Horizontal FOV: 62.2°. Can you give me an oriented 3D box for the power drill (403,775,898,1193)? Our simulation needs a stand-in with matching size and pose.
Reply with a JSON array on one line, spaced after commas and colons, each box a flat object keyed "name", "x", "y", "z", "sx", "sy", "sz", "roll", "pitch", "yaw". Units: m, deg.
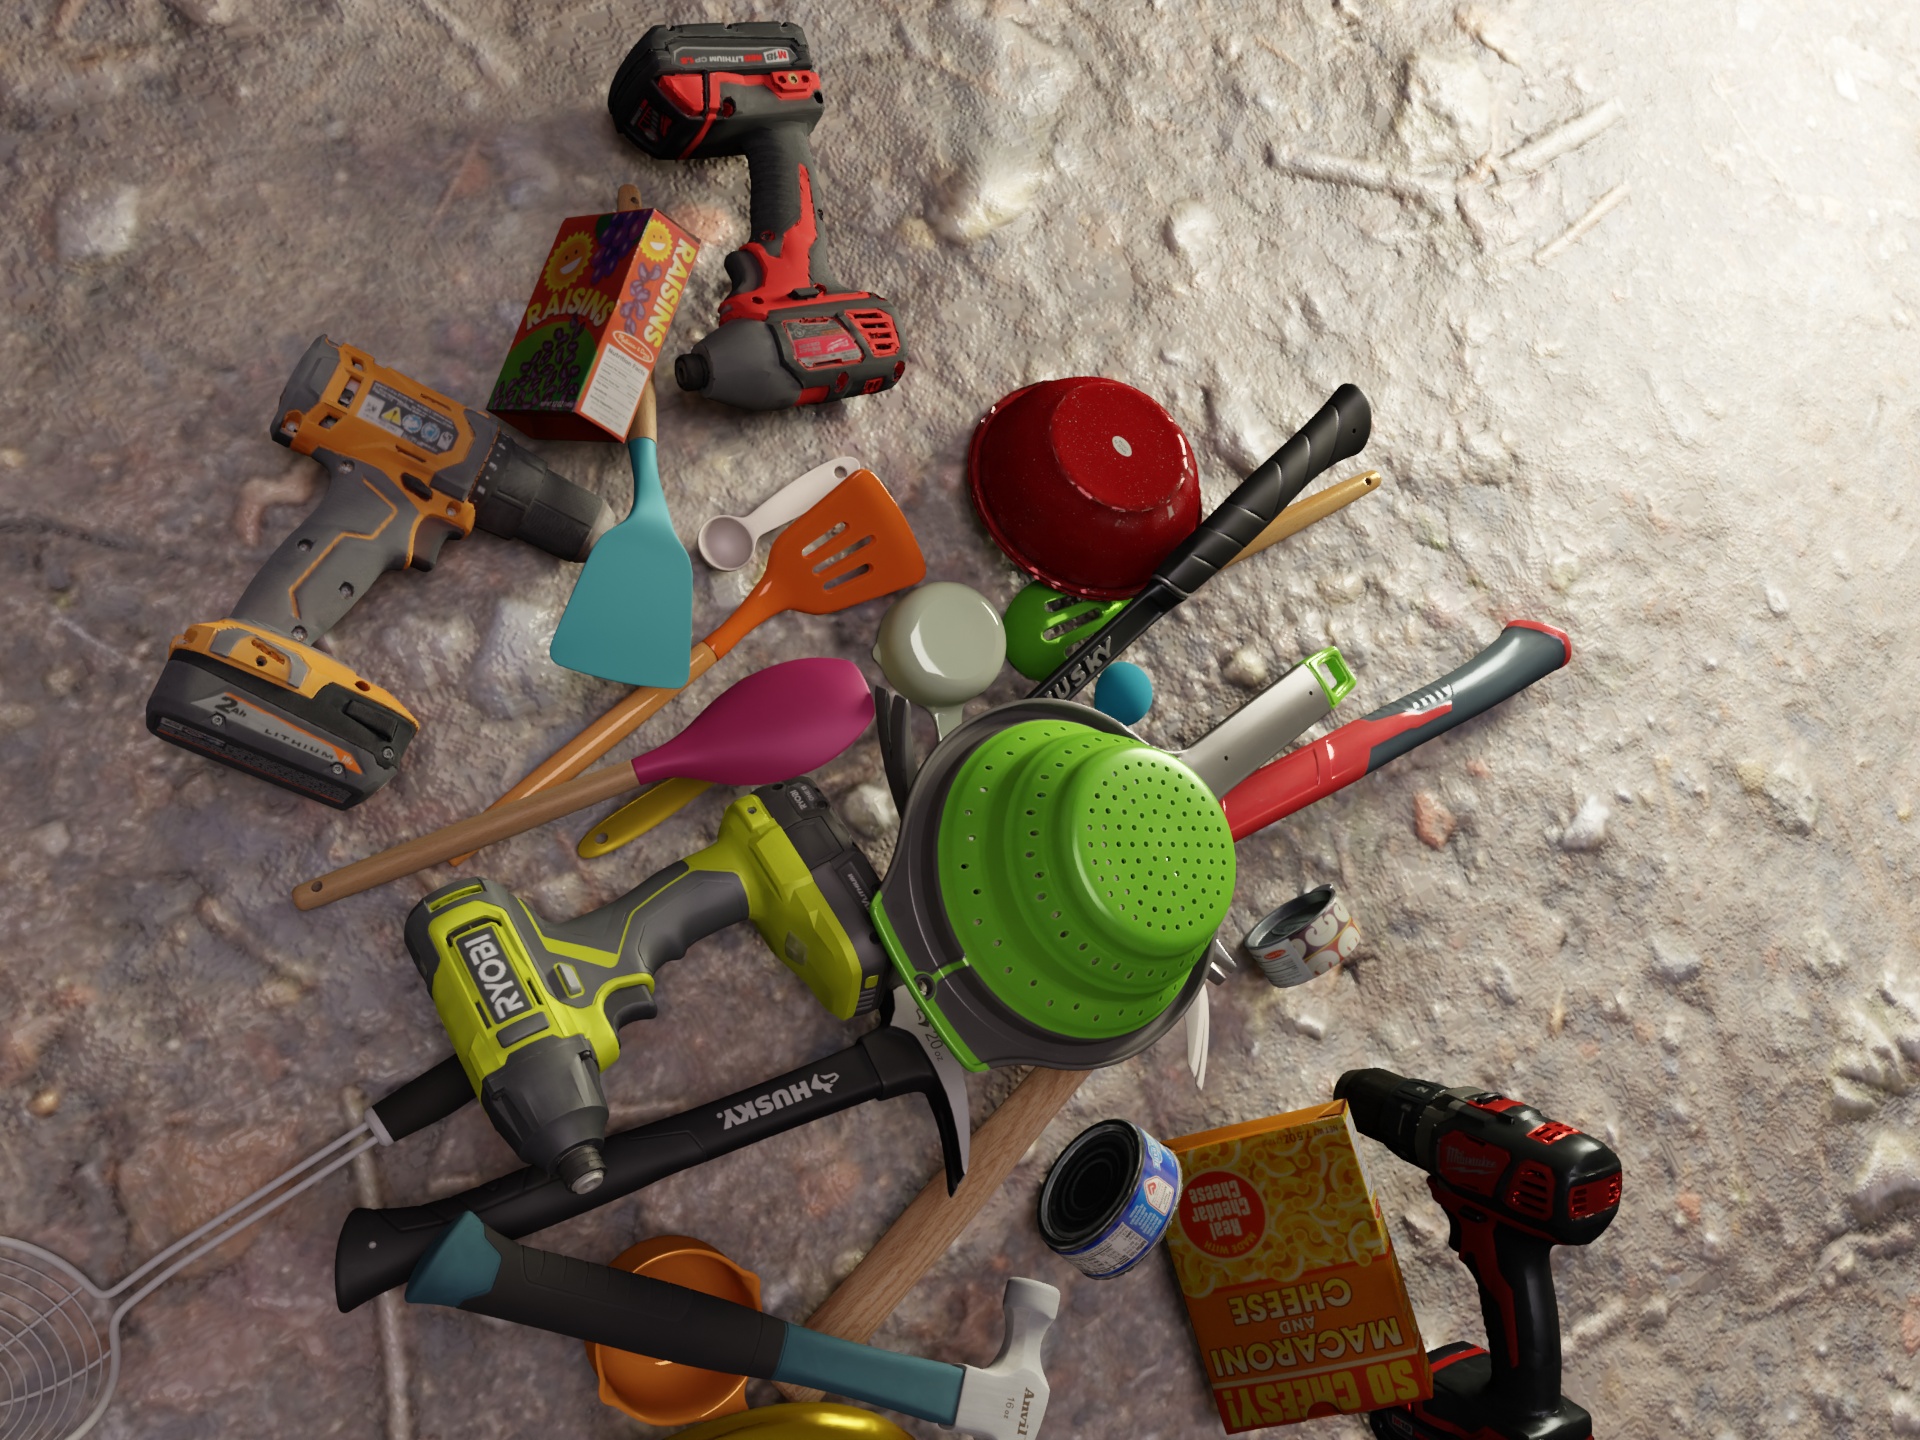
[{"name": "power drill", "x": -0.151, "y": 0.131, "z": 0.826, "sx": 0.223, "sy": 0.080, "sz": 0.171, "roll": -22, "pitch": 59, "yaw": -25}]

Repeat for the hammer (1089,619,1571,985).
[{"name": "hammer", "x": 0.268, "y": 0.031, "z": 1.034, "sx": 0.386, "sy": 0.038, "sz": 0.143, "roll": -24, "pitch": 68, "yaw": -25}]

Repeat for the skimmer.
[{"name": "skimmer", "x": -0.341, "y": 0.219, "z": 0.760, "sx": 0.363, "sy": 0.090, "sz": 0.127, "roll": -32, "pitch": 61, "yaw": -25}]

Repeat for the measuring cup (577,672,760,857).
[{"name": "measuring cup", "x": -0.152, "y": 0.026, "z": 0.902, "sx": 0.156, "sy": 0.029, "sz": 0.062, "roll": -34, "pitch": 128, "yaw": -11}]

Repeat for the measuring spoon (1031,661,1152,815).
[{"name": "measuring spoon", "x": 0.083, "y": 0.018, "z": 0.989, "sx": 0.042, "sy": 0.021, "sz": 0.129, "roll": 44, "pitch": 70, "yaw": -29}]

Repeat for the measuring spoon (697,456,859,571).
[{"name": "measuring spoon", "x": -0.109, "y": -0.126, "z": 0.958, "sx": 0.124, "sy": 0.018, "sz": 0.034, "roll": -37, "pitch": 93, "yaw": -29}]

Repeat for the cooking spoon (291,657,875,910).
[{"name": "cooking spoon", "x": -0.198, "y": 0.037, "z": 0.849, "sx": 0.319, "sy": 0.017, "sz": 0.069, "roll": -21, "pitch": 66, "yaw": -9}]

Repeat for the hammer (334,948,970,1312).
[{"name": "hammer", "x": -0.150, "y": 0.225, "z": 0.819, "sx": 0.334, "sy": 0.035, "sz": 0.146, "roll": -16, "pitch": 59, "yaw": -26}]

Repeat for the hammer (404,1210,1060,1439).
[{"name": "hammer", "x": -0.103, "y": 0.303, "z": 0.777, "sx": 0.330, "sy": 0.033, "sz": 0.128, "roll": 24, "pitch": 63, "yaw": -21}]

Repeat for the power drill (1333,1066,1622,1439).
[{"name": "power drill", "x": 0.297, "y": 0.327, "z": 0.951, "sx": 0.080, "sy": 0.188, "sz": 0.226, "roll": -5, "pitch": 99, "yaw": -32}]

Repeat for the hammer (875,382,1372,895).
[{"name": "hammer", "x": 0.111, "y": -0.073, "z": 0.957, "sx": 0.409, "sy": 0.036, "sz": 0.149, "roll": -43, "pitch": 128, "yaw": -18}]

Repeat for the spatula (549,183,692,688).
[{"name": "spatula", "x": -0.189, "y": -0.173, "z": 0.903, "sx": 0.082, "sy": 0.044, "sz": 0.318, "roll": 12, "pitch": 60, "yaw": -36}]

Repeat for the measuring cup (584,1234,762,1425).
[{"name": "measuring cup", "x": -0.132, "y": 0.350, "z": 0.837, "sx": 0.095, "sy": 0.052, "sz": 0.173, "roll": -33, "pitch": 103, "yaw": -23}]

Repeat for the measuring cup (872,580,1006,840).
[{"name": "measuring cup", "x": -0.002, "y": -0.003, "z": 0.957, "sx": 0.083, "sy": 0.038, "sz": 0.168, "roll": -7, "pitch": 82, "yaw": -21}]

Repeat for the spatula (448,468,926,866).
[{"name": "spatula", "x": -0.158, "y": -0.024, "z": 0.902, "sx": 0.322, "sy": 0.041, "sz": 0.081, "roll": -41, "pitch": 120, "yaw": -20}]

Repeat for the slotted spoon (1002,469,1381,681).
[{"name": "slotted spoon", "x": 0.162, "y": -0.107, "z": 1.045, "sx": 0.314, "sy": 0.031, "sz": 0.070, "roll": -26, "pitch": 94, "yaw": -24}]

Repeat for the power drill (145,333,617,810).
[{"name": "power drill", "x": -0.298, "y": -0.069, "z": 0.840, "sx": 0.185, "sy": 0.084, "sz": 0.226, "roll": 26, "pitch": 67, "yaw": -23}]

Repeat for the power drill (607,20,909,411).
[{"name": "power drill", "x": -0.126, "y": -0.291, "z": 0.944, "sx": 0.143, "sy": 0.078, "sz": 0.220, "roll": -17, "pitch": 89, "yaw": -30}]

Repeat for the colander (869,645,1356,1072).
[{"name": "colander", "x": 0.131, "y": 0.040, "z": 0.887, "sx": 0.397, "sy": 0.094, "sz": 0.204, "roll": -33, "pitch": 92, "yaw": -36}]

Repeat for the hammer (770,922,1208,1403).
[{"name": "hammer", "x": 0.018, "y": 0.246, "z": 0.894, "sx": 0.331, "sy": 0.130, "sz": 0.031, "roll": -47, "pitch": 140, "yaw": -15}]
